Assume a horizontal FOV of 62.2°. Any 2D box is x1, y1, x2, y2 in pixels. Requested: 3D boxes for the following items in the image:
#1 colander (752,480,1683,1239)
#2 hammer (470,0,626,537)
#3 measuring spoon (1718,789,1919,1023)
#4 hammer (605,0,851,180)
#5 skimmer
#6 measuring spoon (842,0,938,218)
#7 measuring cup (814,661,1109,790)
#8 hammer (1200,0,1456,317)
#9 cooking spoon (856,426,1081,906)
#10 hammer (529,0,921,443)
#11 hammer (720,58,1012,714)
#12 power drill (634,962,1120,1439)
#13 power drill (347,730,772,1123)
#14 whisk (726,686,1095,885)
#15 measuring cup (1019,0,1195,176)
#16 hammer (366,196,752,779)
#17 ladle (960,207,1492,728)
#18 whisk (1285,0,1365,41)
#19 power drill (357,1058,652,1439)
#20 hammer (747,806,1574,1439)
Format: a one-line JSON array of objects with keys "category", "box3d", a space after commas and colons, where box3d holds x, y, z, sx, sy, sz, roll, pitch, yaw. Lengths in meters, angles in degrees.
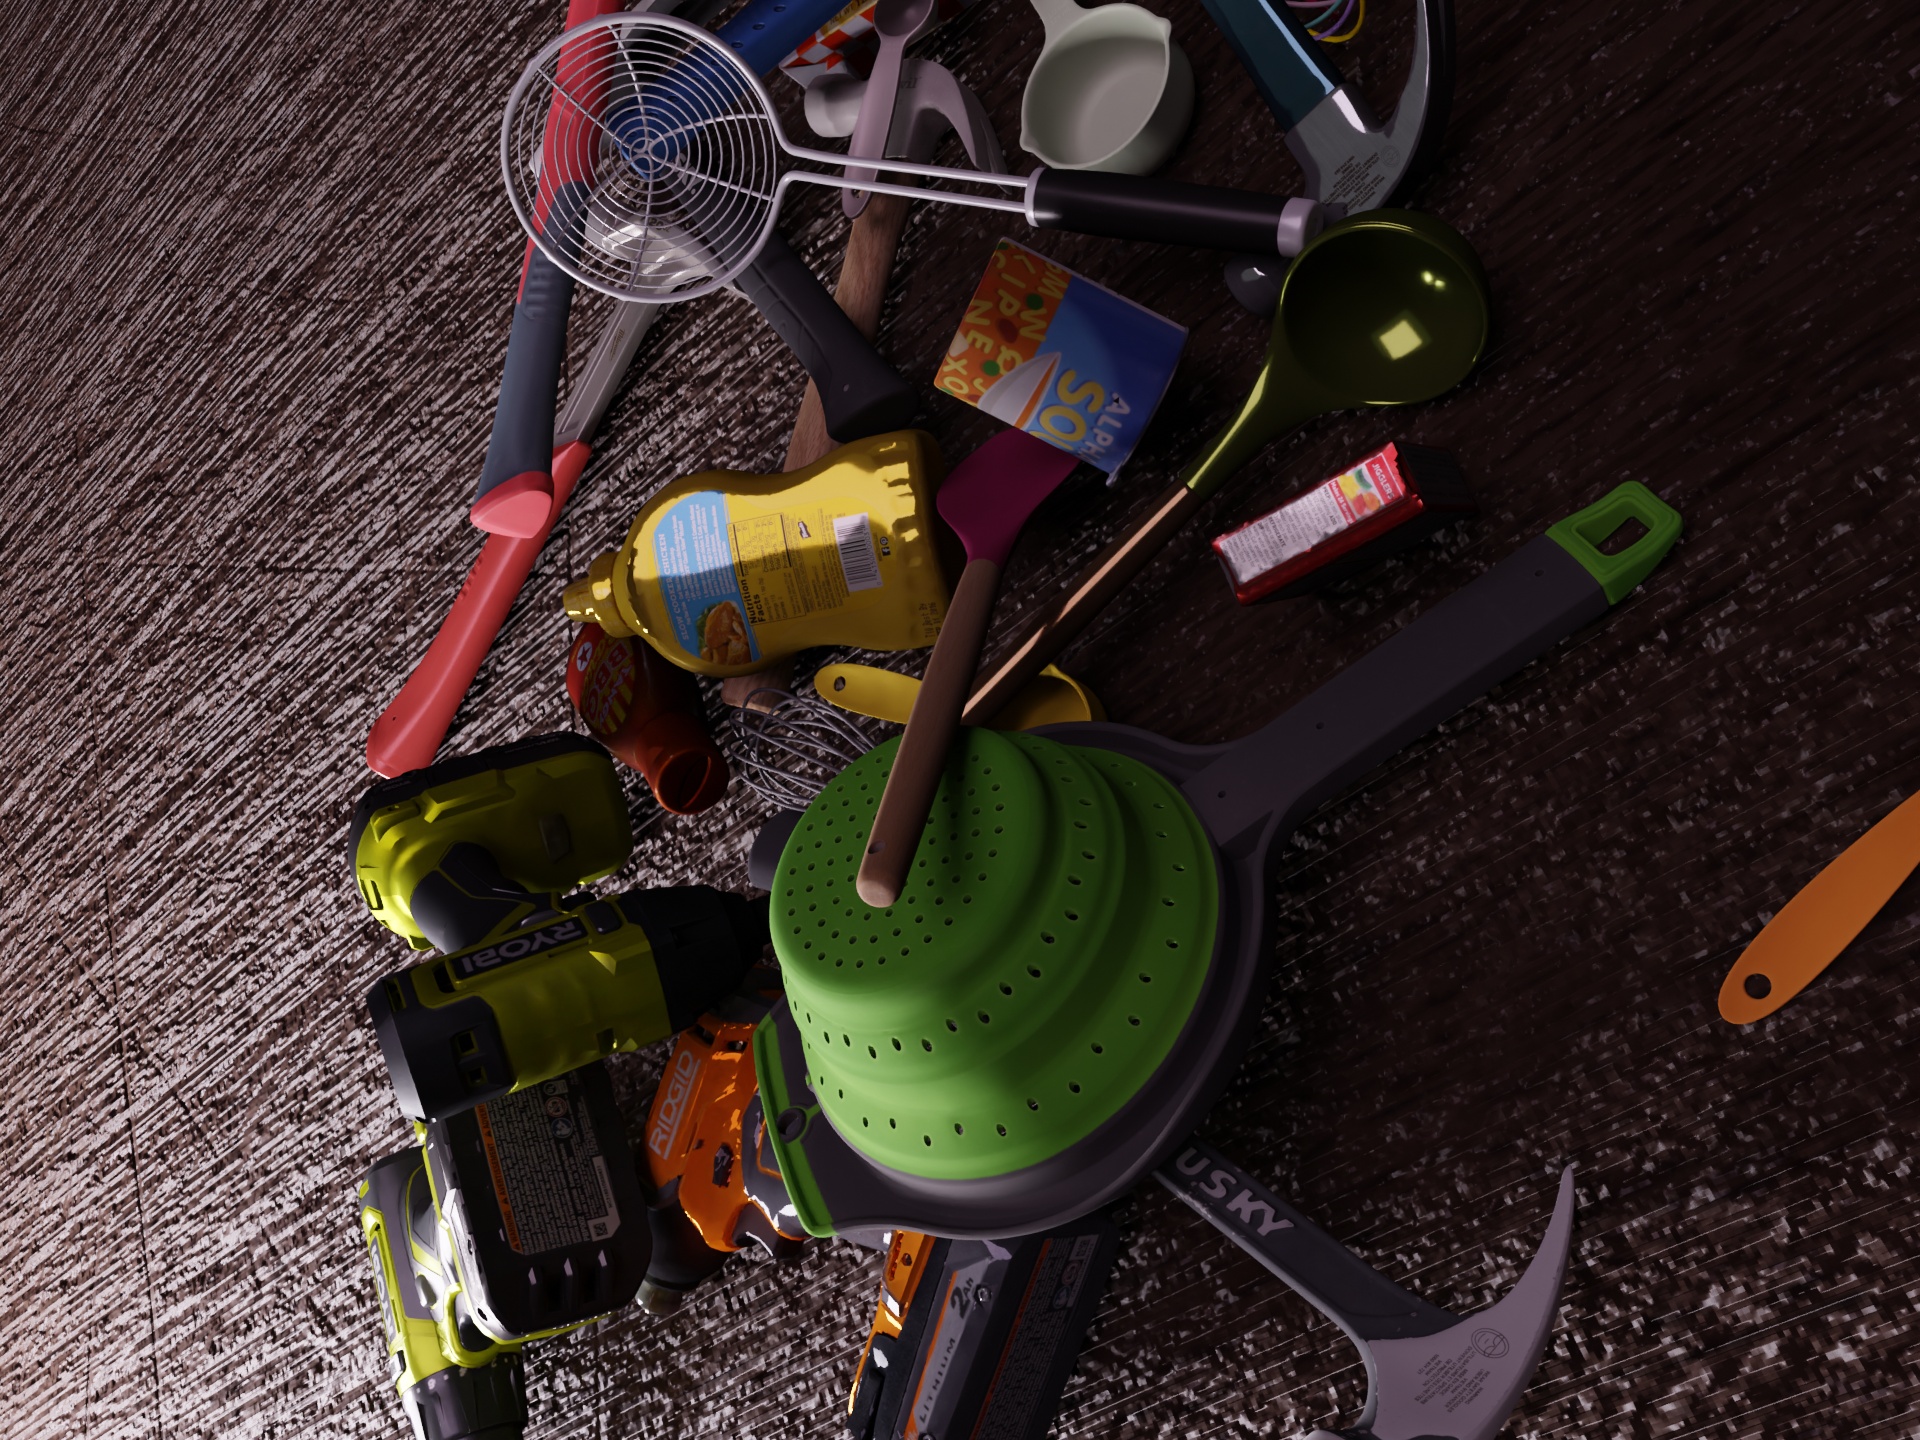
[{"category": "colander", "box3d": [0.066, 0.022, 0.555, 0.397, 0.094, 0.205, -36, 42, 8]}, {"category": "hammer", "box3d": [-0.218, -0.288, 0.843, 0.143, 0.038, 0.386, 4, 82, 39]}, {"category": "measuring spoon", "box3d": [0.281, 0.052, 0.498, 0.021, 0.011, 0.117, 48, 112, 33]}, {"category": "hammer", "box3d": [-0.003, -0.396, 0.741, 0.405, 0.035, 0.144, -33, 58, 15]}, {"category": "skimmer", "box3d": [-0.034, -0.223, 0.671, 0.363, 0.090, 0.127, 17, 120, 28]}, {"category": "measuring spoon", "box3d": [-0.035, -0.300, 0.772, 0.034, 0.018, 0.124, 12, 86, 31]}, {"category": "measuring cup", "box3d": [-0.001, -0.002, 0.705, 0.157, 0.029, 0.062, 15, 87, 38]}, {"category": "hammer", "box3d": [0.080, -0.334, 0.641, 0.128, 0.033, 0.331, -37, 80, 36]}, {"category": "cooking spoon", "box3d": [0.004, -0.041, 0.601, 0.069, 0.017, 0.319, -12, 32, 21]}, {"category": "hammer", "box3d": [-0.111, -0.253, 0.801, 0.146, 0.035, 0.335, -47, 56, 18]}, {"category": "hammer", "box3d": [-0.059, -0.165, 0.786, 0.130, 0.031, 0.331, 13, 88, 38]}, {"category": "power drill", "box3d": [-0.057, 0.217, 0.669, 0.227, 0.084, 0.164, 24, 96, 42]}, {"category": "power drill", "box3d": [-0.189, 0.083, 0.728, 0.223, 0.171, 0.080, 35, 138, 57]}, {"category": "whisk", "box3d": [-0.015, 0.037, 0.699, 0.239, 0.055, 0.055, 21, 92, 33]}, {"category": "measuring cup", "box3d": [0.056, -0.313, 0.731, 0.083, 0.038, 0.168, -33, 60, 27]}, {"category": "hammer", "box3d": [-0.239, -0.116, 0.906, 0.149, 0.036, 0.359, 38, 102, 36]}, {"category": "ladle", "box3d": [0.074, -0.069, 0.627, 0.320, 0.078, 0.062, -45, 13, 14]}, {"category": "whisk", "box3d": [0.094, -0.354, 0.711, 0.051, 0.047, 0.245, -55, 50, 15]}, {"category": "power drill", "box3d": [-0.221, 0.263, 0.747, 0.228, 0.080, 0.191, -55, 50, 42]}, {"category": "hammer", "box3d": [0.040, 0.127, 0.612, 0.409, 0.149, 0.036, 31, 143, 45]}]
